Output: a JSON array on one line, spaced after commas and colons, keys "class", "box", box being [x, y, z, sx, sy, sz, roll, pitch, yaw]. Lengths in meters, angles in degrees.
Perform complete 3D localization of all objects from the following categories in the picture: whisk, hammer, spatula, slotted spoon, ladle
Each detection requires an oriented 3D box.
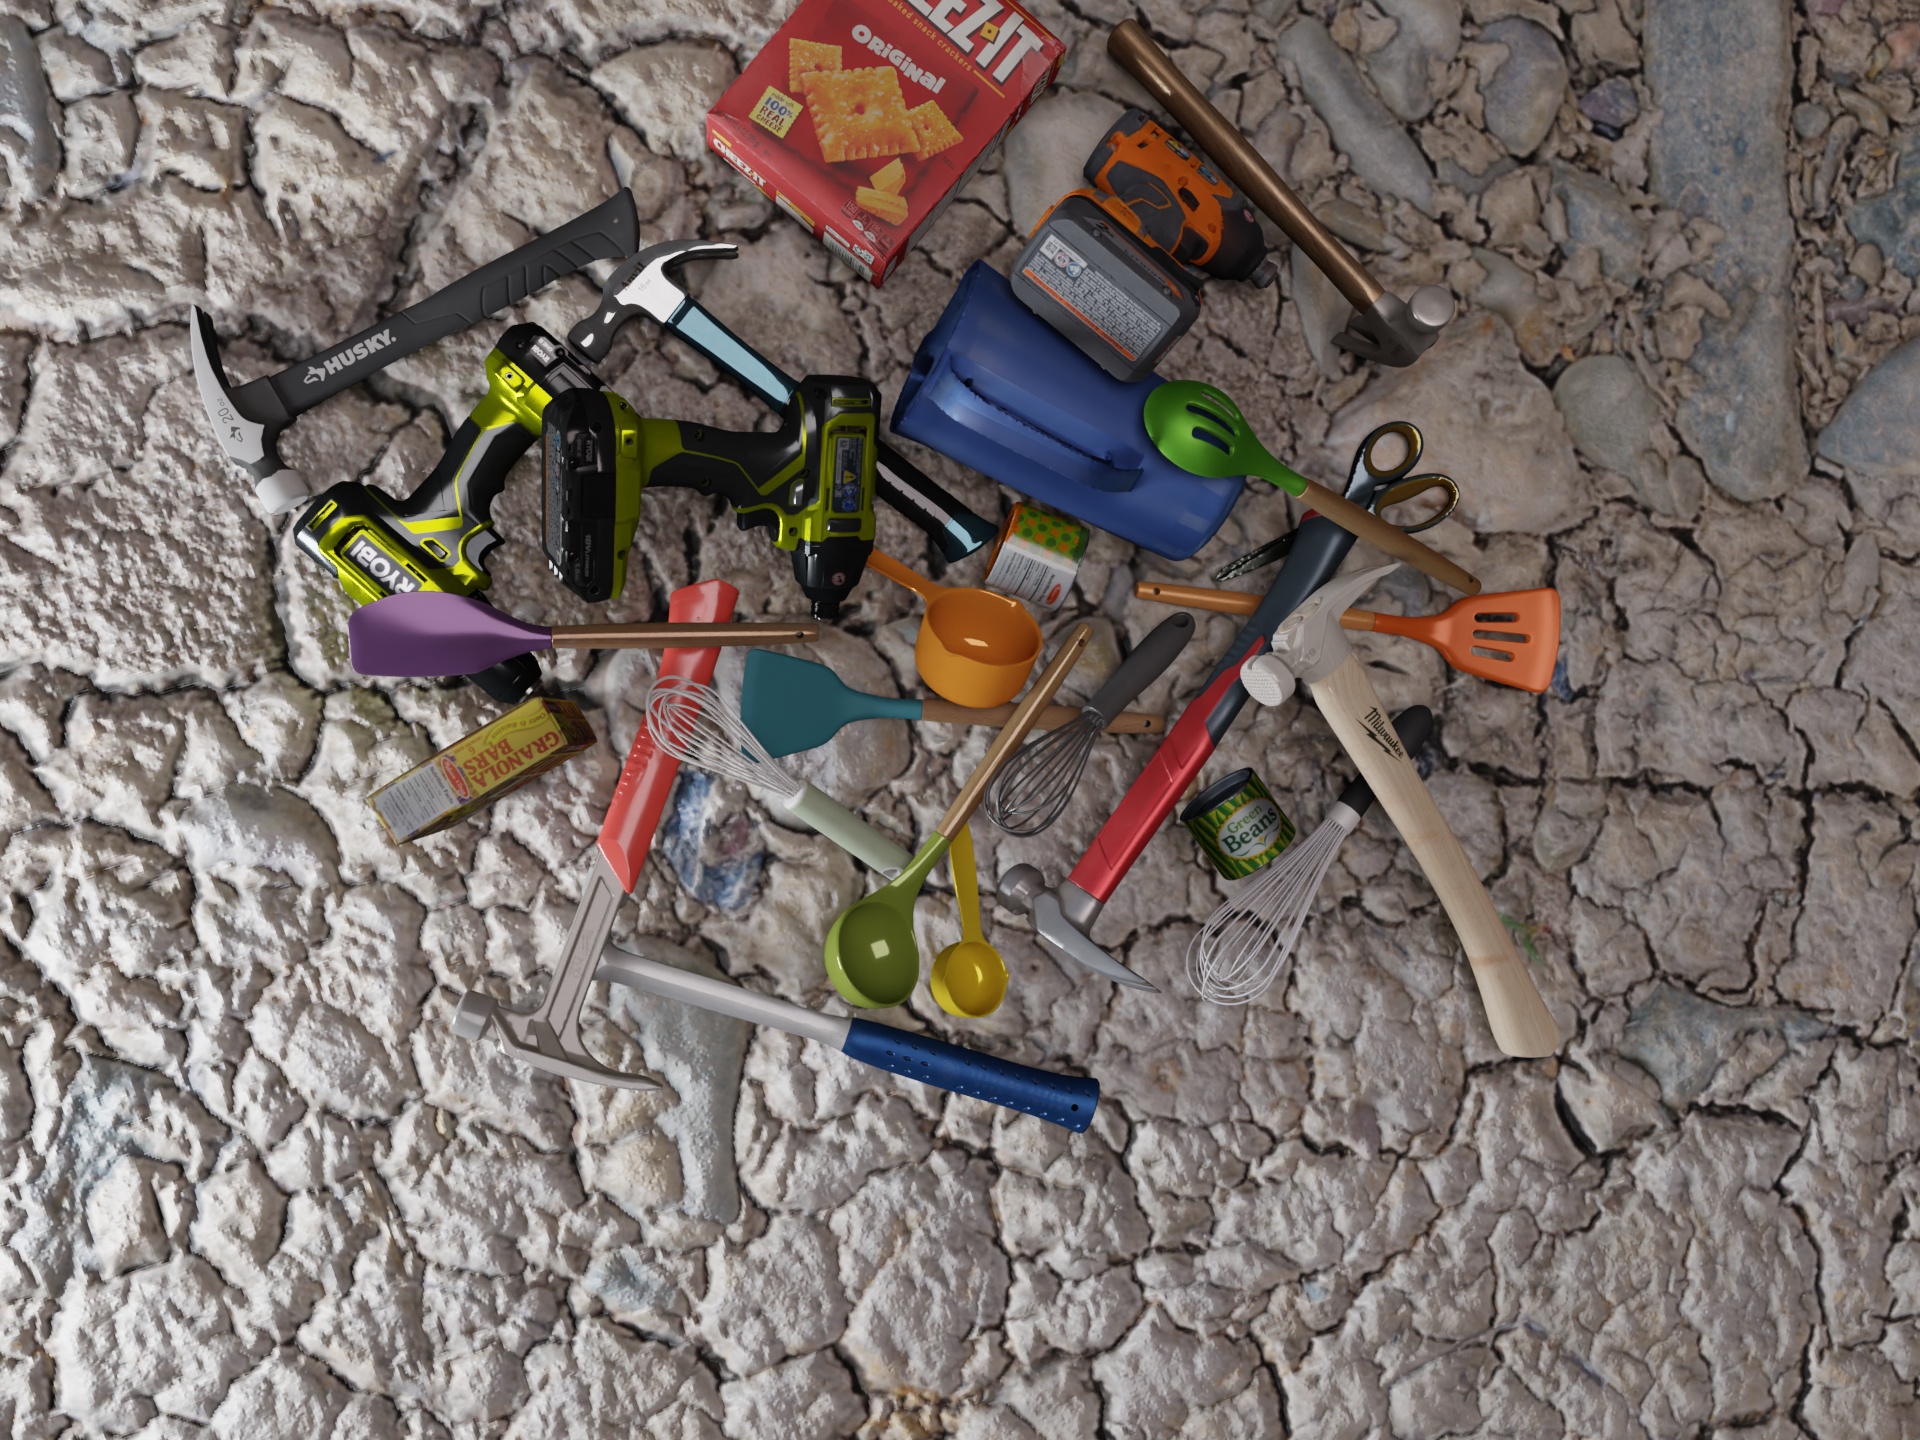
[{"class": "whisk", "box": [0.100, -0.002, 1.151, 0.055, 0.055, 0.239, 47, 64, -5]}, {"class": "hammer", "box": [-0.096, 0.232, 1.163, 0.405, 0.035, 0.144, 18, 88, -7]}, {"class": "spatula", "box": [-0.255, -0.060, 1.097, 0.316, 0.018, 0.059, -1, 105, -12]}, {"class": "spatula", "box": [-0.002, -0.004, 1.169, 0.317, 0.044, 0.082, 3, 94, -8]}, {"class": "whisk", "box": [-0.123, 0.047, 1.122, 0.246, 0.058, 0.059, 38, 46, -28]}, {"class": "hammer", "box": [0.227, -0.388, 1.171, 0.031, 0.130, 0.331, -41, 84, -5]}, {"class": "hammer", "box": [-0.114, -0.224, 1.159, 0.331, 0.033, 0.128, 37, 87, -6]}, {"class": "slotted spoon", "box": [0.260, -0.156, 1.127, 0.313, 0.031, 0.070, 24, 67, -26]}, {"class": "hammer", "box": [0.187, 0.009, 1.148, 0.143, 0.038, 0.386, 32, 84, 36]}, {"class": "whisk", "box": [0.269, 0.098, 1.199, 0.070, 0.070, 0.284, 40, 81, -6]}, {"class": "hammer", "box": [0.353, 0.082, 1.177, 0.146, 0.038, 0.410, -41, 109, -22]}, {"class": "hammer", "box": [-0.376, -0.289, 1.124, 0.335, 0.035, 0.146, -30, 95, -6]}, {"class": "spatula", "box": [0.292, -0.079, 1.207, 0.322, 0.041, 0.081, 7, 90, -6]}, {"class": "hammer", "box": [-0.221, 0.072, 1.117, 0.149, 0.036, 0.359, 20, 79, -8]}, {"class": "ladle", "box": [0.008, 0.064, 1.140, 0.078, 0.062, 0.320, 37, 84, -28]}]

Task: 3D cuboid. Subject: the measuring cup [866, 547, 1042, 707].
[{"class": "measuring cup", "box": [-0.023, -0.072, 1.162, 0.174, 0.095, 0.052, 33, 131, 18]}]

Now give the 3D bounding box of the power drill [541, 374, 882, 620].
[{"class": "power drill", "box": [-0.165, -0.147, 1.083, 0.223, 0.080, 0.171, -4, 112, -25]}]

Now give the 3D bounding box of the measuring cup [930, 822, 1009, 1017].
[{"class": "measuring cup", "box": [-0.002, 0.142, 1.179, 0.062, 0.029, 0.157, 3, 75, -38]}]

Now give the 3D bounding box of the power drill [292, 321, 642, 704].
[{"class": "power drill", "box": [-0.318, -0.143, 1.113, 0.190, 0.080, 0.228, 42, 88, -10]}]

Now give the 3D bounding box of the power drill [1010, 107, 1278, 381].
[{"class": "power drill", "box": [0.140, -0.330, 1.117, 0.164, 0.084, 0.227, 38, 43, -6]}]
